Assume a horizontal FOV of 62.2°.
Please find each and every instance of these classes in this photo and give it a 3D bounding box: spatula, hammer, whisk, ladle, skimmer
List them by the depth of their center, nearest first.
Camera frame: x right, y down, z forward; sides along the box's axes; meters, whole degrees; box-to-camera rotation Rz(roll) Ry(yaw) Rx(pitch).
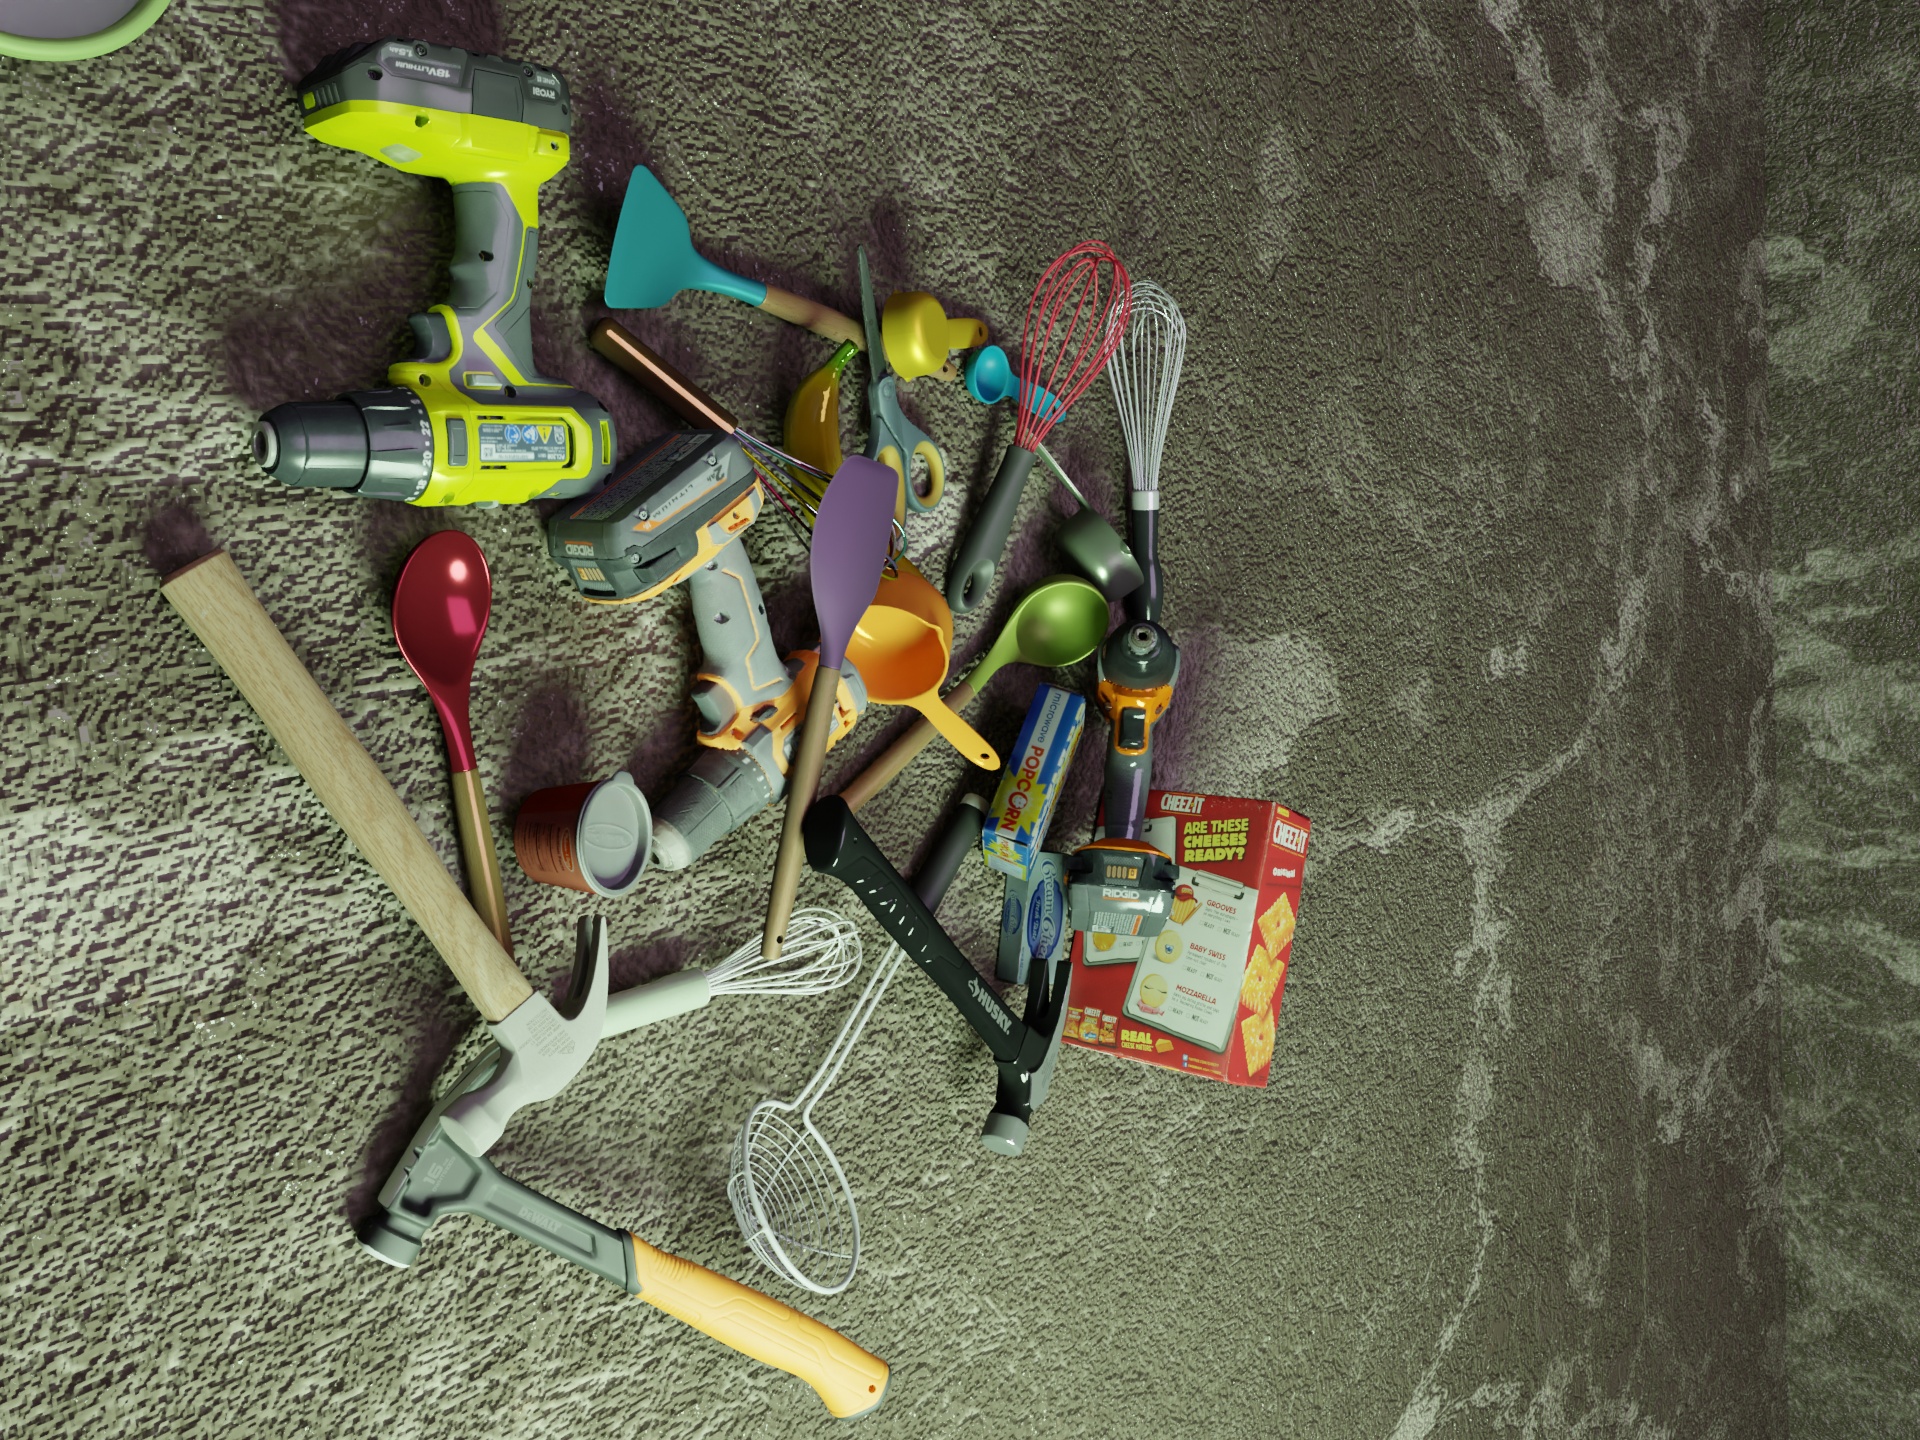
[{"bbox_3d":[-0.294,0.059,0.823,0.130,0.031,0.331,-43,112,-36],"label":"hammer"},{"bbox_3d":[-0.270,0.052,0.886,0.069,0.031,0.315,-24,111,-55],"label":"ladle"},{"bbox_3d":[-0.171,0.318,0.928,0.336,0.034,0.127,37,71,-23],"label":"hammer"},{"bbox_3d":[-0.088,-0.008,0.985,0.059,0.018,0.316,11,89,-42],"label":"spatula"},{"bbox_3d":[-0.126,-0.164,0.985,0.244,0.051,0.047,38,48,-26],"label":"whisk"},{"bbox_3d":[-0.158,0.164,0.998,0.246,0.057,0.059,-11,65,-44],"label":"whisk"},{"bbox_3d":[-0.105,-0.266,1.032,0.317,0.044,0.082,9,97,-48],"label":"spatula"},{"bbox_3d":[-0.011,0.157,1.077,0.334,0.035,0.146,55,46,-42],"label":"hammer"},{"bbox_3d":[-0.046,0.203,1.081,0.127,0.090,0.363,50,58,-35],"label":"skimmer"},{"bbox_3d":[-0.002,-0.004,1.145,0.320,0.062,0.078,-44,138,-33],"label":"ladle"},{"bbox_3d":[0.053,-0.216,1.172,0.073,0.073,0.296,24,87,-44],"label":"whisk"},{"bbox_3d":[0.150,-0.213,1.298,0.070,0.070,0.284,-13,107,-45],"label":"whisk"}]

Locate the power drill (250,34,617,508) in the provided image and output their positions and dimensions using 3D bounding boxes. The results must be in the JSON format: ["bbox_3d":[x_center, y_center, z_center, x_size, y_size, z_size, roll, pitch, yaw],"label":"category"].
[{"bbox_3d":[-0.278,-0.225,0.831,0.190,0.080,0.228,-9,101,-46],"label":"power drill"}]

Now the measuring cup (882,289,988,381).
[{"bbox_3d":[-0.006,-0.273,1.118,0.156,0.029,0.062,-27,112,-59],"label":"measuring cup"}]

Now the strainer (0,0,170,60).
[{"bbox_3d":[-0.431,-0.304,0.671,0.151,0.069,0.256,23,76,-47],"label":"strainer"}]

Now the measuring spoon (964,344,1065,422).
[{"bbox_3d":[0.040,-0.250,1.208,0.128,0.021,0.042,13,90,-55],"label":"measuring spoon"}]

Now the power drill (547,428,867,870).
[{"bbox_3d":[-0.161,-0.037,0.962,0.185,0.084,0.226,-47,128,-34],"label":"power drill"}]

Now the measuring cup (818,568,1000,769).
[{"bbox_3d":[-0.024,-0.034,1.090,0.173,0.095,0.052,46,34,-33],"label":"measuring cup"}]

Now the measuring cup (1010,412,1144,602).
[{"bbox_3d":[0.078,-0.161,1.227,0.038,0.083,0.167,-39,103,-1],"label":"measuring cup"}]

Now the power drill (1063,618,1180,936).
[{"bbox_3d":[0.126,0.038,1.195,0.164,0.084,0.227,79,17,-73],"label":"power drill"}]
